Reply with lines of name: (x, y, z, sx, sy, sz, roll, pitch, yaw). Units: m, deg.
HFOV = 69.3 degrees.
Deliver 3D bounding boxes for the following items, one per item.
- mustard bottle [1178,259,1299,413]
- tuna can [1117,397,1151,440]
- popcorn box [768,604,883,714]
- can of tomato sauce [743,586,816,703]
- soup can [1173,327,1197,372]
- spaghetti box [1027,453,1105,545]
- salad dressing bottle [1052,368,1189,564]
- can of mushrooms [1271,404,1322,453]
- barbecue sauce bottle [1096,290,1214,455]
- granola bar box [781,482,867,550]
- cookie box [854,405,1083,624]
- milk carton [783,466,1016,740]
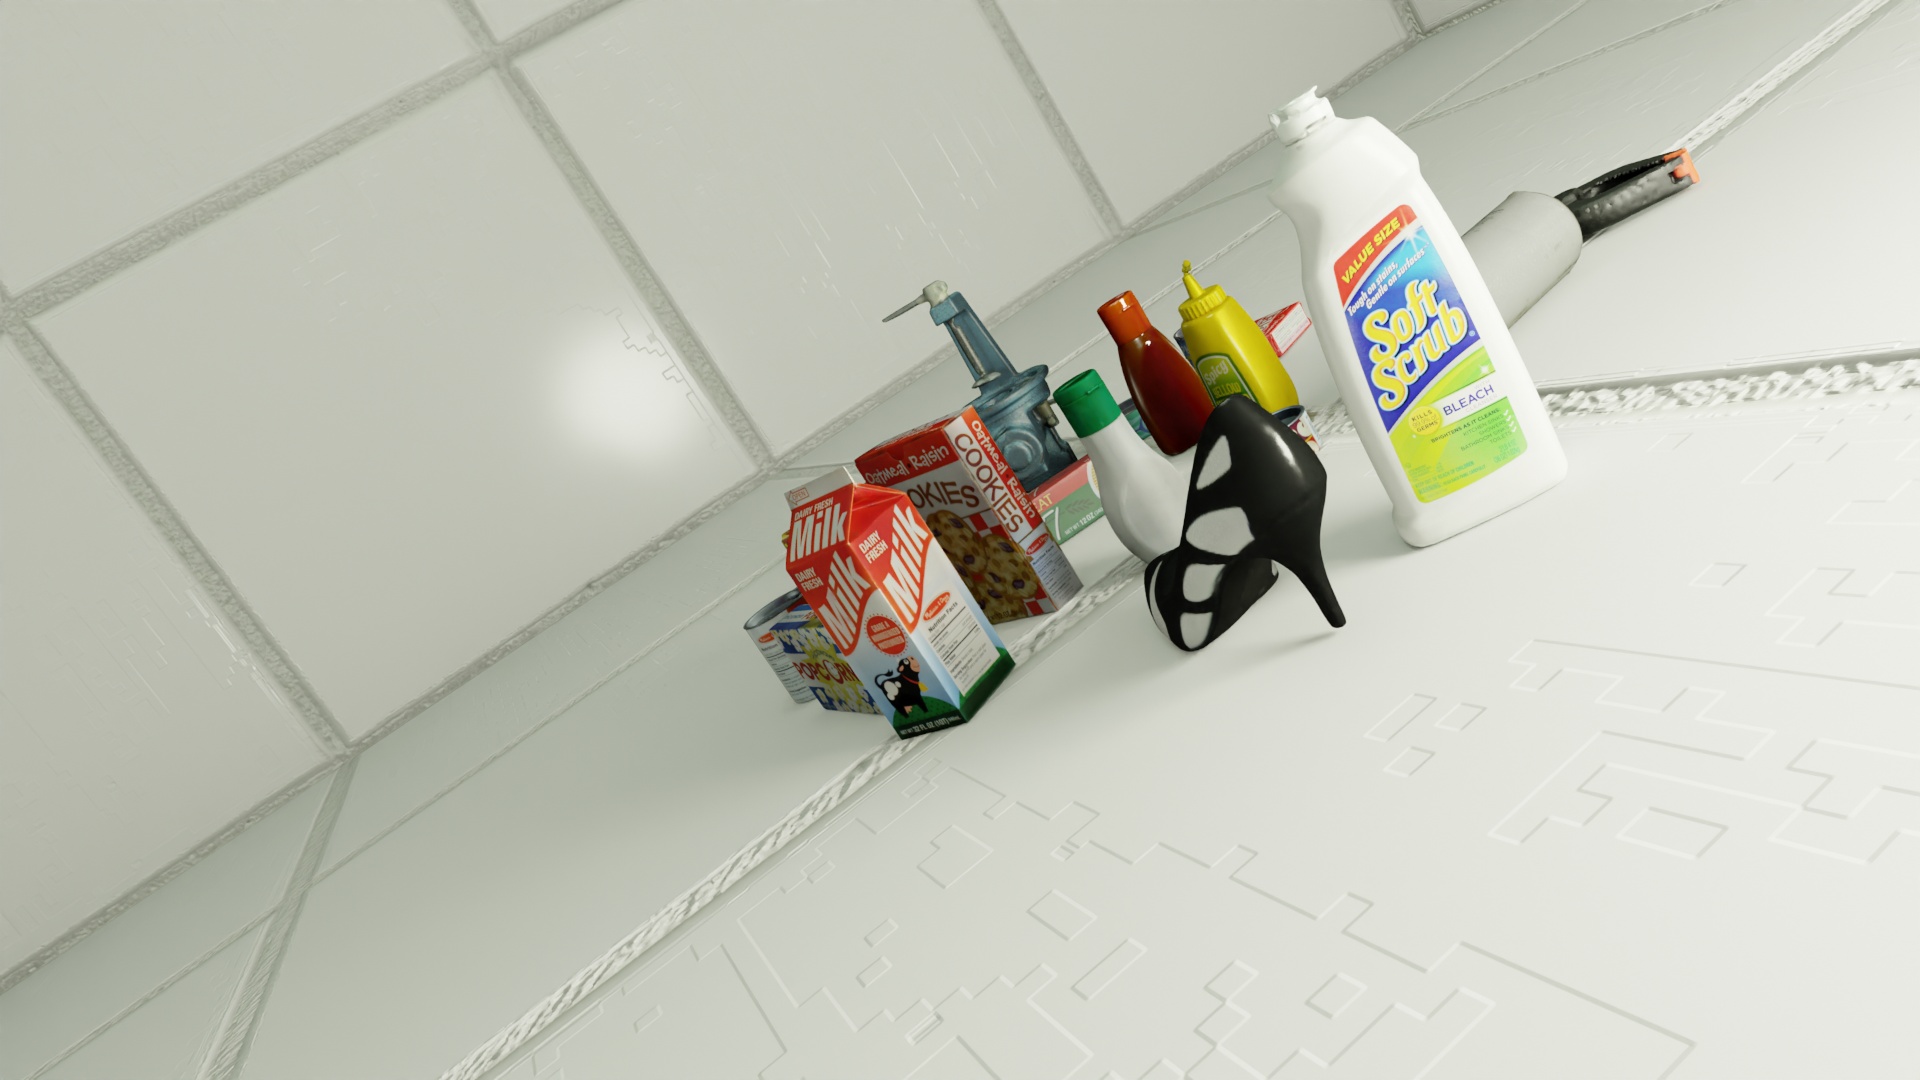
mustard bottle: (0.217, -0.157, 1.137, 0.049, 0.160, 0.065, -40, 14, -32)
tuna can: (0.175, -0.121, 1.403, 0.071, 0.032, 0.071, -31, 12, 7)
popcorn box: (-0.095, 0.093, 1.106, 0.038, 0.085, 0.126, -38, 13, -25)
can of tomato sauce: (-0.140, 0.091, 1.229, 0.071, 0.083, 0.071, -31, 12, 7)
soup can: (0.247, -0.171, 1.301, 0.071, 0.083, 0.071, -31, 12, 7)
spaghetti box: (0.056, -0.007, 1.208, 0.250, 0.050, 0.029, -34, 12, -8)
salad dressing bottle: (0.119, -0.053, 1.002, 0.064, 0.147, 0.044, -37, 13, -21)
can of mushrooms: (0.236, -0.071, 1.053, 0.071, 0.033, 0.071, -31, 12, 7)
barbecue sauce bottle: (0.176, -0.154, 1.255, 0.065, 0.148, 0.043, -35, 12, -13)
granola bar box: (-0.063, 0.005, 1.279, 0.165, 0.124, 0.039, -32, 12, 1)
cookie box: (0.004, -0.014, 1.085, 0.040, 0.167, 0.122, -41, 15, -36)
milk carton: (-0.051, 0.037, 0.966, 0.072, 0.190, 0.074, -21, 16, 43)
